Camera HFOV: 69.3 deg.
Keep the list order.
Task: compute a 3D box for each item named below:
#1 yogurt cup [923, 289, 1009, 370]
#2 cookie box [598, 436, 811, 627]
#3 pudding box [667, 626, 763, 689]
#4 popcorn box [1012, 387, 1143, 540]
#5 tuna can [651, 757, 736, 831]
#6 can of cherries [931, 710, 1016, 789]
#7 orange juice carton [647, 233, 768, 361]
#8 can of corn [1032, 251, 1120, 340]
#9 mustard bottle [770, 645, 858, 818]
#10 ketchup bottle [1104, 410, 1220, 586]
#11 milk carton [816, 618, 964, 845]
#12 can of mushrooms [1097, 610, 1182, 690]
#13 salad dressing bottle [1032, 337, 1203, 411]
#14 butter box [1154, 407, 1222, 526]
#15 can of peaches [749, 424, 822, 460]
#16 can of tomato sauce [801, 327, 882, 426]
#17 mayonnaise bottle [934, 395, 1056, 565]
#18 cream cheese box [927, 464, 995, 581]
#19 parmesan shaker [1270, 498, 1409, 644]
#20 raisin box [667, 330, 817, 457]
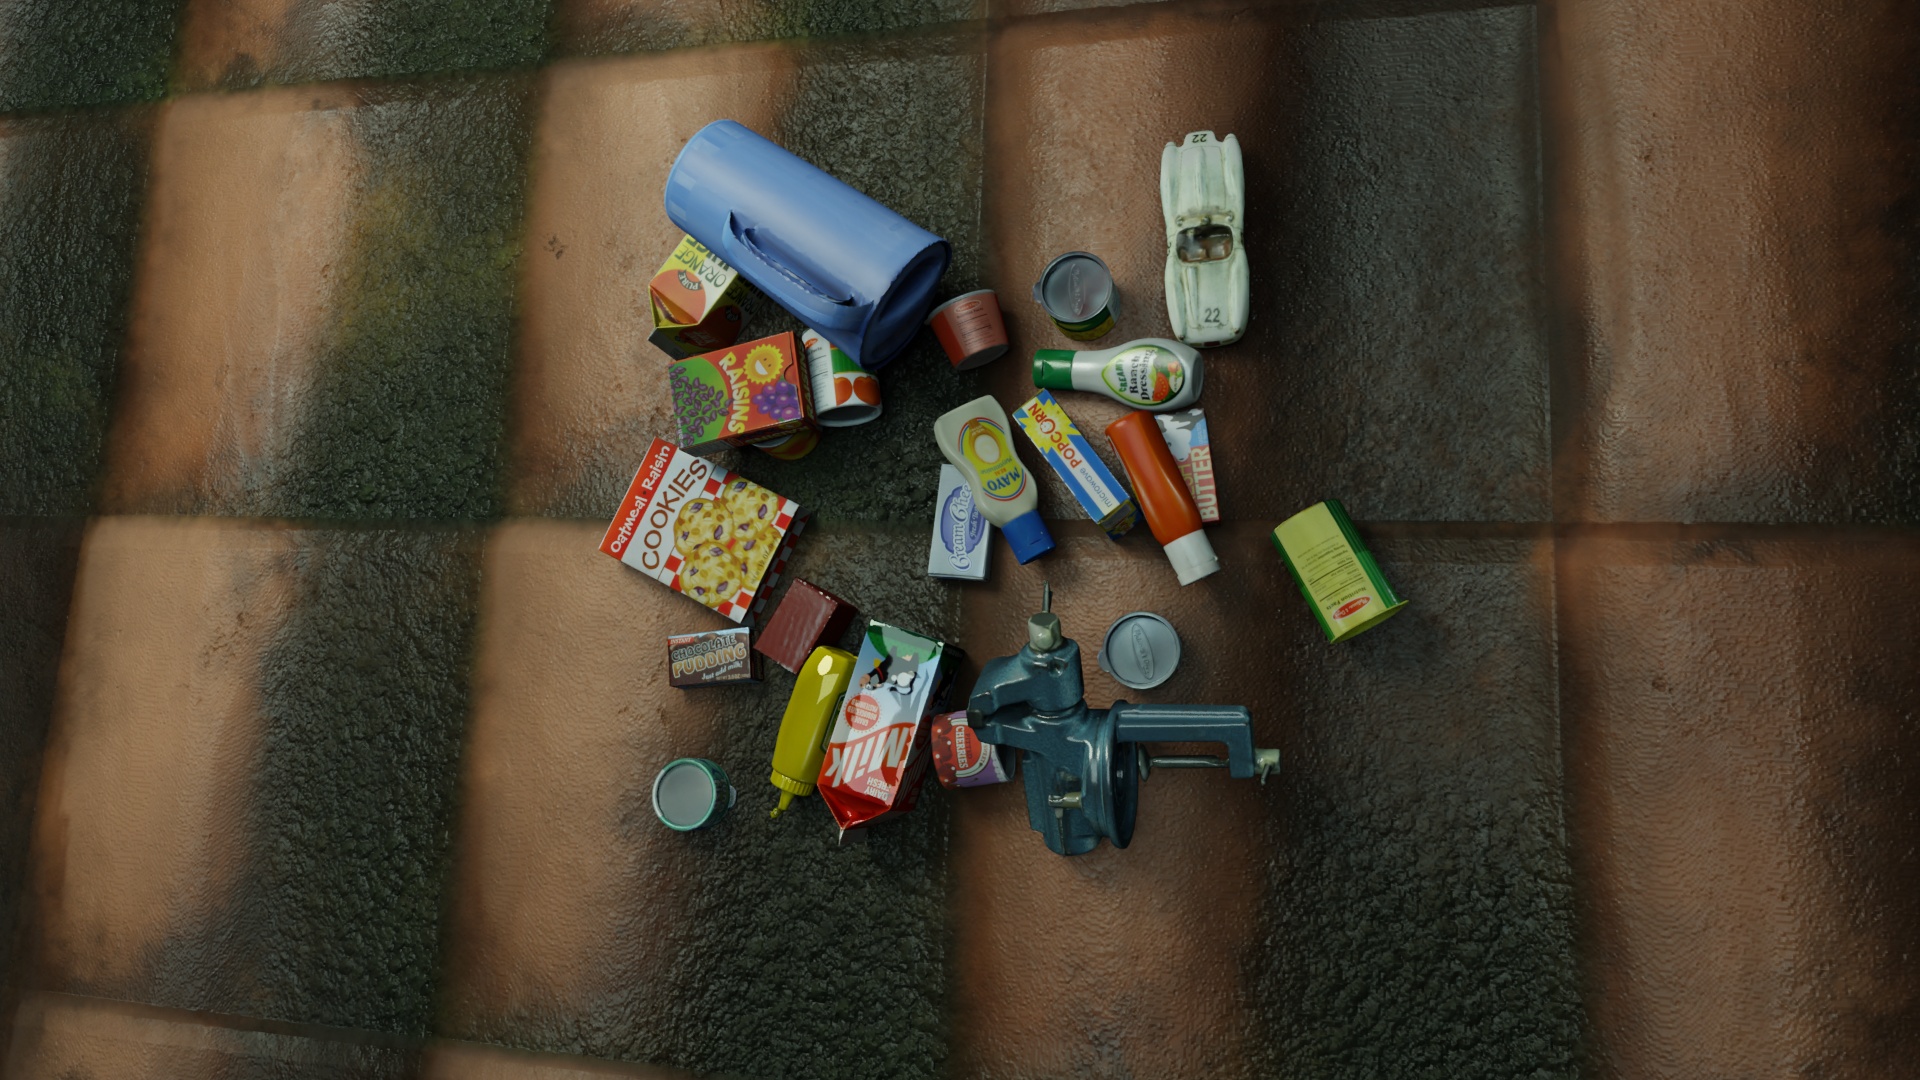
[{"bbox_3d":[0.011,-0.191,1.268,0.072,0.072,0.054,-23,83,10],"label":"yogurt cup"},{"bbox_3d":[-0.242,-0.009,1.313,0.167,0.040,0.123,25,87,17],"label":"cookie box"},{"bbox_3d":[-0.228,0.109,1.290,0.083,0.030,0.050,-7,77,14],"label":"pudding box"},{"bbox_3d":[0.103,-0.064,1.206,0.038,0.085,0.127,-38,73,7],"label":"popcorn box"},{"bbox_3d":[-0.244,0.232,1.269,0.071,0.033,0.071,-3,79,15],"label":"tuna can"},{"bbox_3d":[0.011,0.177,1.191,0.058,0.071,0.071,-10,77,14],"label":"can of cherries"},{"bbox_3d":[-0.229,-0.258,1.341,0.073,0.071,0.192,37,90,18],"label":"orange juice carton"},{"bbox_3d":[0.106,-0.218,1.249,0.071,0.058,0.071,-3,79,15],"label":"can of corn"},{"bbox_3d":[-0.133,0.175,1.237,0.049,0.065,0.160,22,91,23],"label":"mustard bottle"},{"bbox_3d":[0.172,-0.035,1.169,0.043,0.065,0.149,-27,81,16],"label":"ketchup bottle"},{"bbox_3d":[-0.066,0.172,1.212,0.073,0.072,0.190,16,84,17],"label":"milk carton"},{"bbox_3d":[0.154,0.095,1.188,0.071,0.033,0.071,-3,79,14],"label":"can of mushrooms"},{"bbox_3d":[0.138,-0.148,1.229,0.147,0.044,0.064,6,101,23],"label":"salad dressing bottle"},{"bbox_3d":[0.195,-0.061,1.212,0.053,0.024,0.103,-10,77,14],"label":"butter box"},{"bbox_3d":[-0.171,-0.112,1.304,0.071,0.058,0.071,-3,80,15],"label":"can of peaches"},{"bbox_3d":[-0.108,-0.155,1.292,0.071,0.071,0.083,-11,77,13],"label":"can of tomato sauce"},{"bbox_3d":[0.035,-0.051,1.221,0.065,0.041,0.148,-26,81,-11],"label":"mayonnaise bottle"},{"bbox_3d":[0.004,-0.016,1.255,0.053,0.024,0.104,4,81,16],"label":"cream cheese box"},{"bbox_3d":[0.311,0.024,1.142,0.071,0.071,0.103,-29,73,8],"label":"parmesan shaker"},{"bbox_3d":[-0.198,-0.132,1.262,0.123,0.040,0.086,-12,76,12],"label":"raisin box"}]
